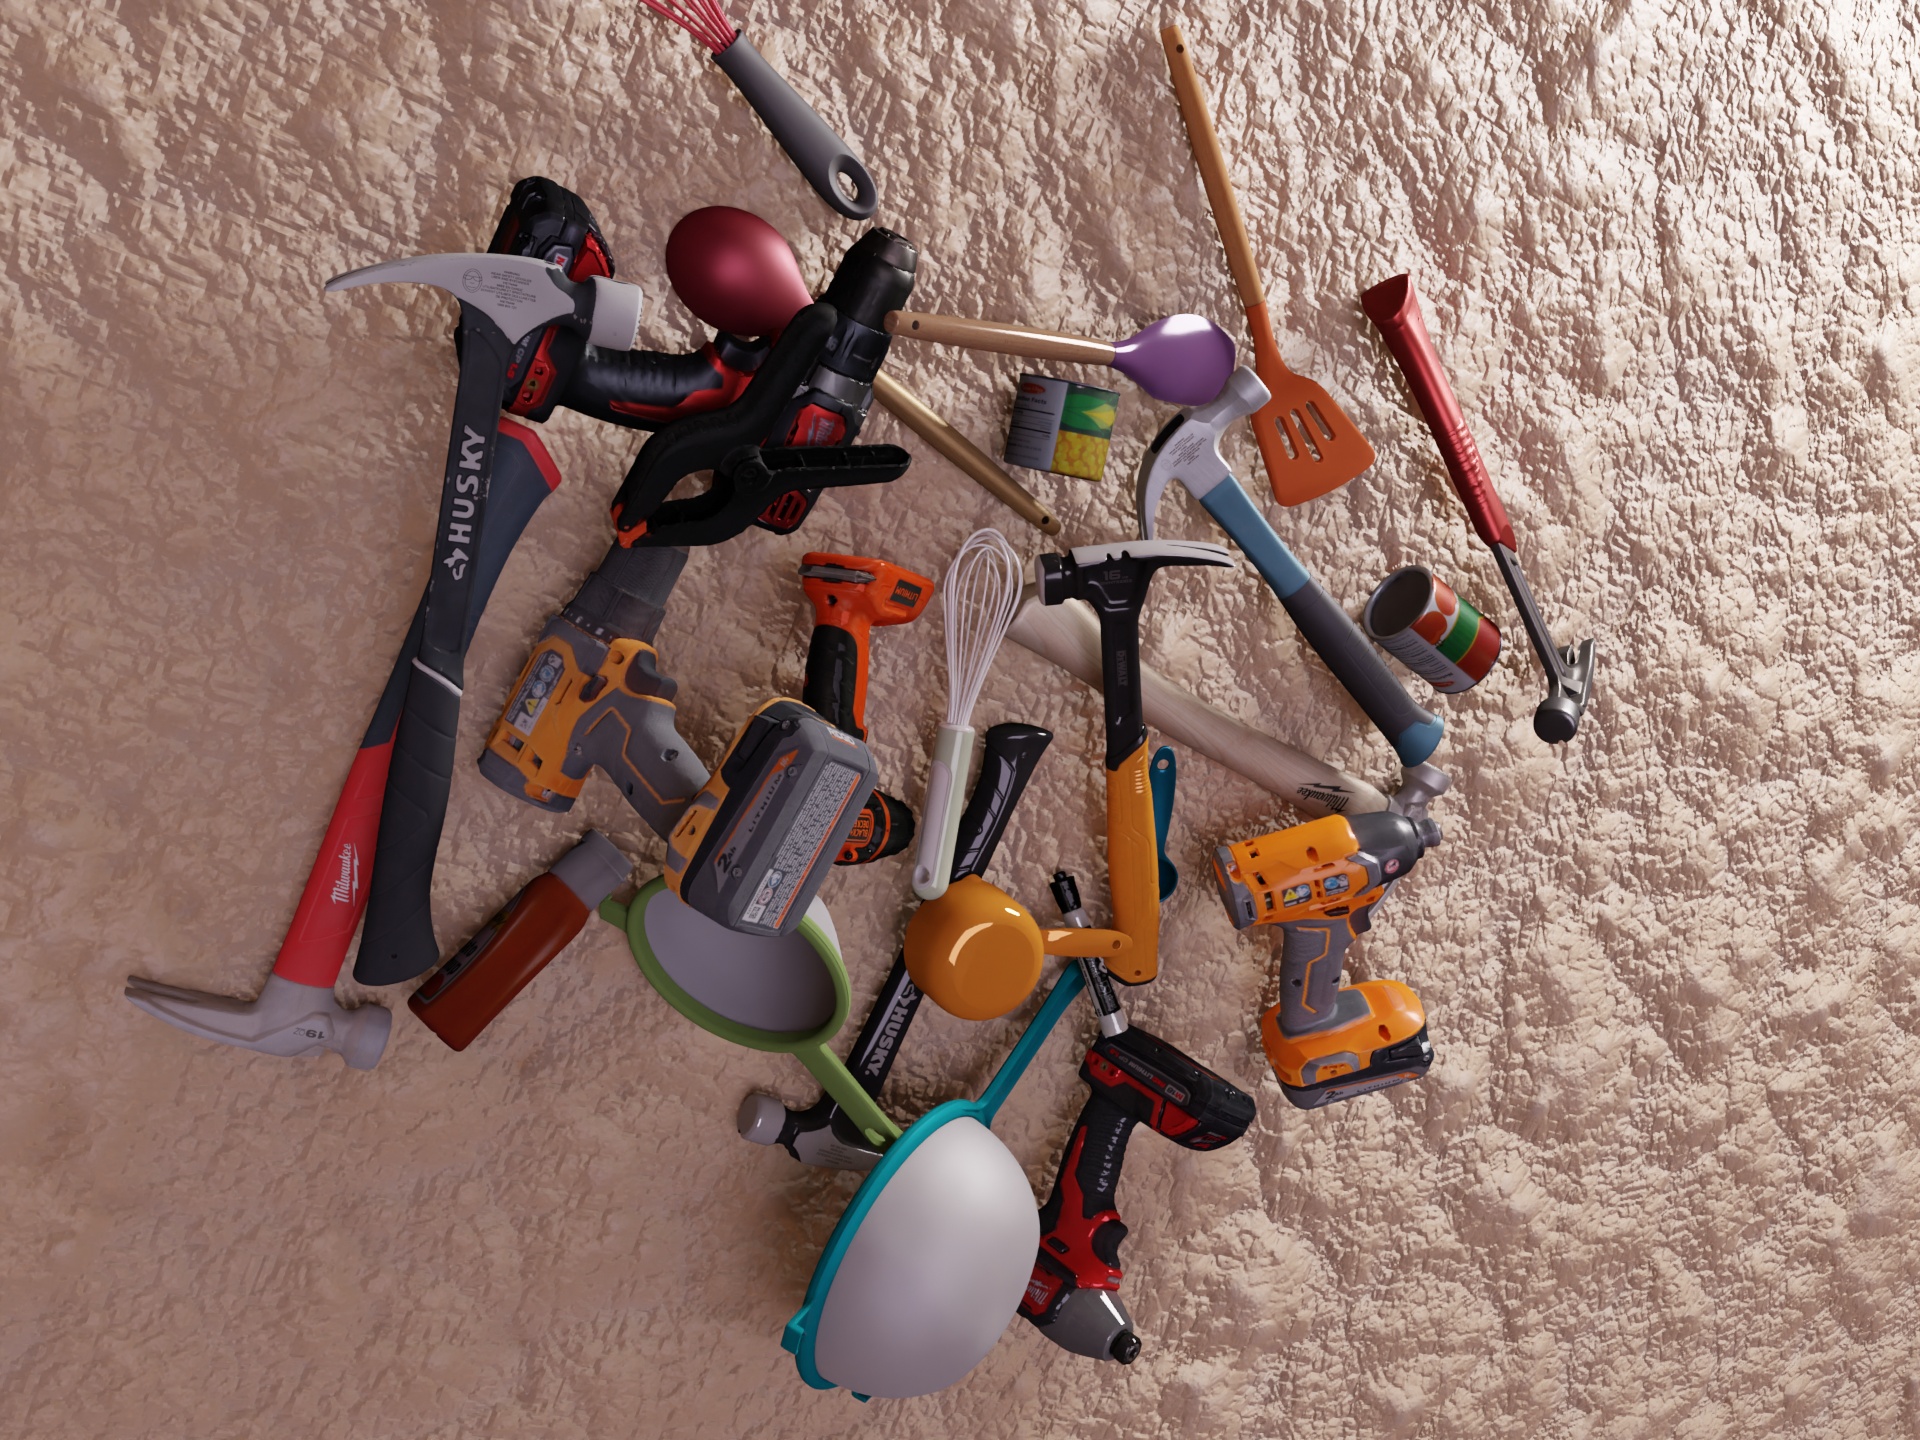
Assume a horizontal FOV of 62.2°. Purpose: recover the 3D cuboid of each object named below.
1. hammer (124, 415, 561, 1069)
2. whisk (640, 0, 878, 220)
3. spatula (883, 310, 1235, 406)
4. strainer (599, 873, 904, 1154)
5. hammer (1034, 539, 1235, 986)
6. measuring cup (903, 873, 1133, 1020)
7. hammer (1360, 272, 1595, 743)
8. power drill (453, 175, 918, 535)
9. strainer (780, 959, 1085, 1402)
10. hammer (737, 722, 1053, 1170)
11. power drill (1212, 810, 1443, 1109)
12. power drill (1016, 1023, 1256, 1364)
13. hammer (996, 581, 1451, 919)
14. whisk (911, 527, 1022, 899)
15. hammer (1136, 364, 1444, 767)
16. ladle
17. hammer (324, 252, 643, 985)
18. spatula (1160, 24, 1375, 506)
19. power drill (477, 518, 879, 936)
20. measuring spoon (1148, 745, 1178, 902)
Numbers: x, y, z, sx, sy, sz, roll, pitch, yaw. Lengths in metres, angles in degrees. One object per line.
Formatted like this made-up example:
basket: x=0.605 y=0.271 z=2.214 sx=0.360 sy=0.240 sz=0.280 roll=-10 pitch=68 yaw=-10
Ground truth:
hammer: x=-0.334 y=0.006 z=0.901 sx=0.143 sy=0.038 sz=0.386 roll=21 pitch=94 yaw=-27
whisk: x=-0.144 y=-0.389 z=0.880 sx=0.073 sy=0.073 sz=0.295 roll=-51 pitch=125 yaw=-5
spatula: x=0.075 y=-0.235 z=0.996 sx=0.315 sy=0.018 sz=0.059 roll=-6 pitch=106 yaw=-43
strainer: x=-0.100 y=0.172 z=1.016 sx=0.256 sy=0.151 sz=0.069 roll=55 pitch=38 yaw=-24
hammer: x=0.123 y=0.038 z=1.089 sx=0.127 sy=0.034 sz=0.336 roll=-6 pitch=117 yaw=-2
measuring cup: x=0.050 y=0.158 z=1.073 sx=0.173 sy=0.052 sz=0.095 roll=4 pitch=101 yaw=-23
hammer: x=0.389 y=-0.164 z=1.179 sx=0.359 sy=0.037 sz=0.149 roll=60 pitch=36 yaw=-17
power drill: x=-0.146 y=-0.220 z=0.888 sx=0.226 sy=0.080 sz=0.188 roll=19 pitch=113 yaw=-30
strainer: x=0.025 y=0.320 z=1.082 sx=0.340 sy=0.095 sz=0.210 roll=-54 pitch=152 yaw=-21
hammer: x=-0.019 y=0.154 z=1.091 sx=0.146 sy=0.035 sz=0.335 roll=25 pitch=92 yaw=-28
power drill: x=0.287 y=0.169 z=1.181 sx=0.164 sy=0.084 sz=0.226 roll=-17 pitch=118 yaw=2
power drill: x=0.111 y=0.340 z=1.139 sx=0.078 sy=0.143 sz=0.219 roll=33 pitch=86 yaw=-49
hammer: x=0.187 y=0.021 z=1.153 sx=0.410 sy=0.038 sz=0.146 roll=28 pitch=92 yaw=-28
whisk: x=-0.002 y=-0.003 z=1.036 sx=0.059 sy=0.058 sz=0.246 roll=4 pitch=97 yaw=-51
hammer: x=0.243 y=-0.086 z=1.119 sx=0.128 sy=0.033 sz=0.330 roll=-38 pitch=115 yaw=13
ladle: x=-0.048 y=-0.205 z=0.989 sx=0.315 sy=0.031 sz=0.069 roll=35 pitch=93 yaw=-30
hammer: x=-0.278 y=-0.042 z=0.840 sx=0.149 sy=0.036 sz=0.408 roll=8 pitch=108 yaw=-22
spatula: x=0.195 y=-0.303 z=1.069 sx=0.081 sy=0.041 sz=0.322 roll=-27 pitch=112 yaw=-8
power drill: x=-0.154 y=-0.004 z=0.889 sx=0.185 sy=0.226 sz=0.084 roll=-61 pitch=149 yaw=1
measuring spoon: x=0.139 y=0.073 z=1.141 sx=0.042 sy=0.021 sz=0.128 roll=0 pitch=114 yaw=-7
